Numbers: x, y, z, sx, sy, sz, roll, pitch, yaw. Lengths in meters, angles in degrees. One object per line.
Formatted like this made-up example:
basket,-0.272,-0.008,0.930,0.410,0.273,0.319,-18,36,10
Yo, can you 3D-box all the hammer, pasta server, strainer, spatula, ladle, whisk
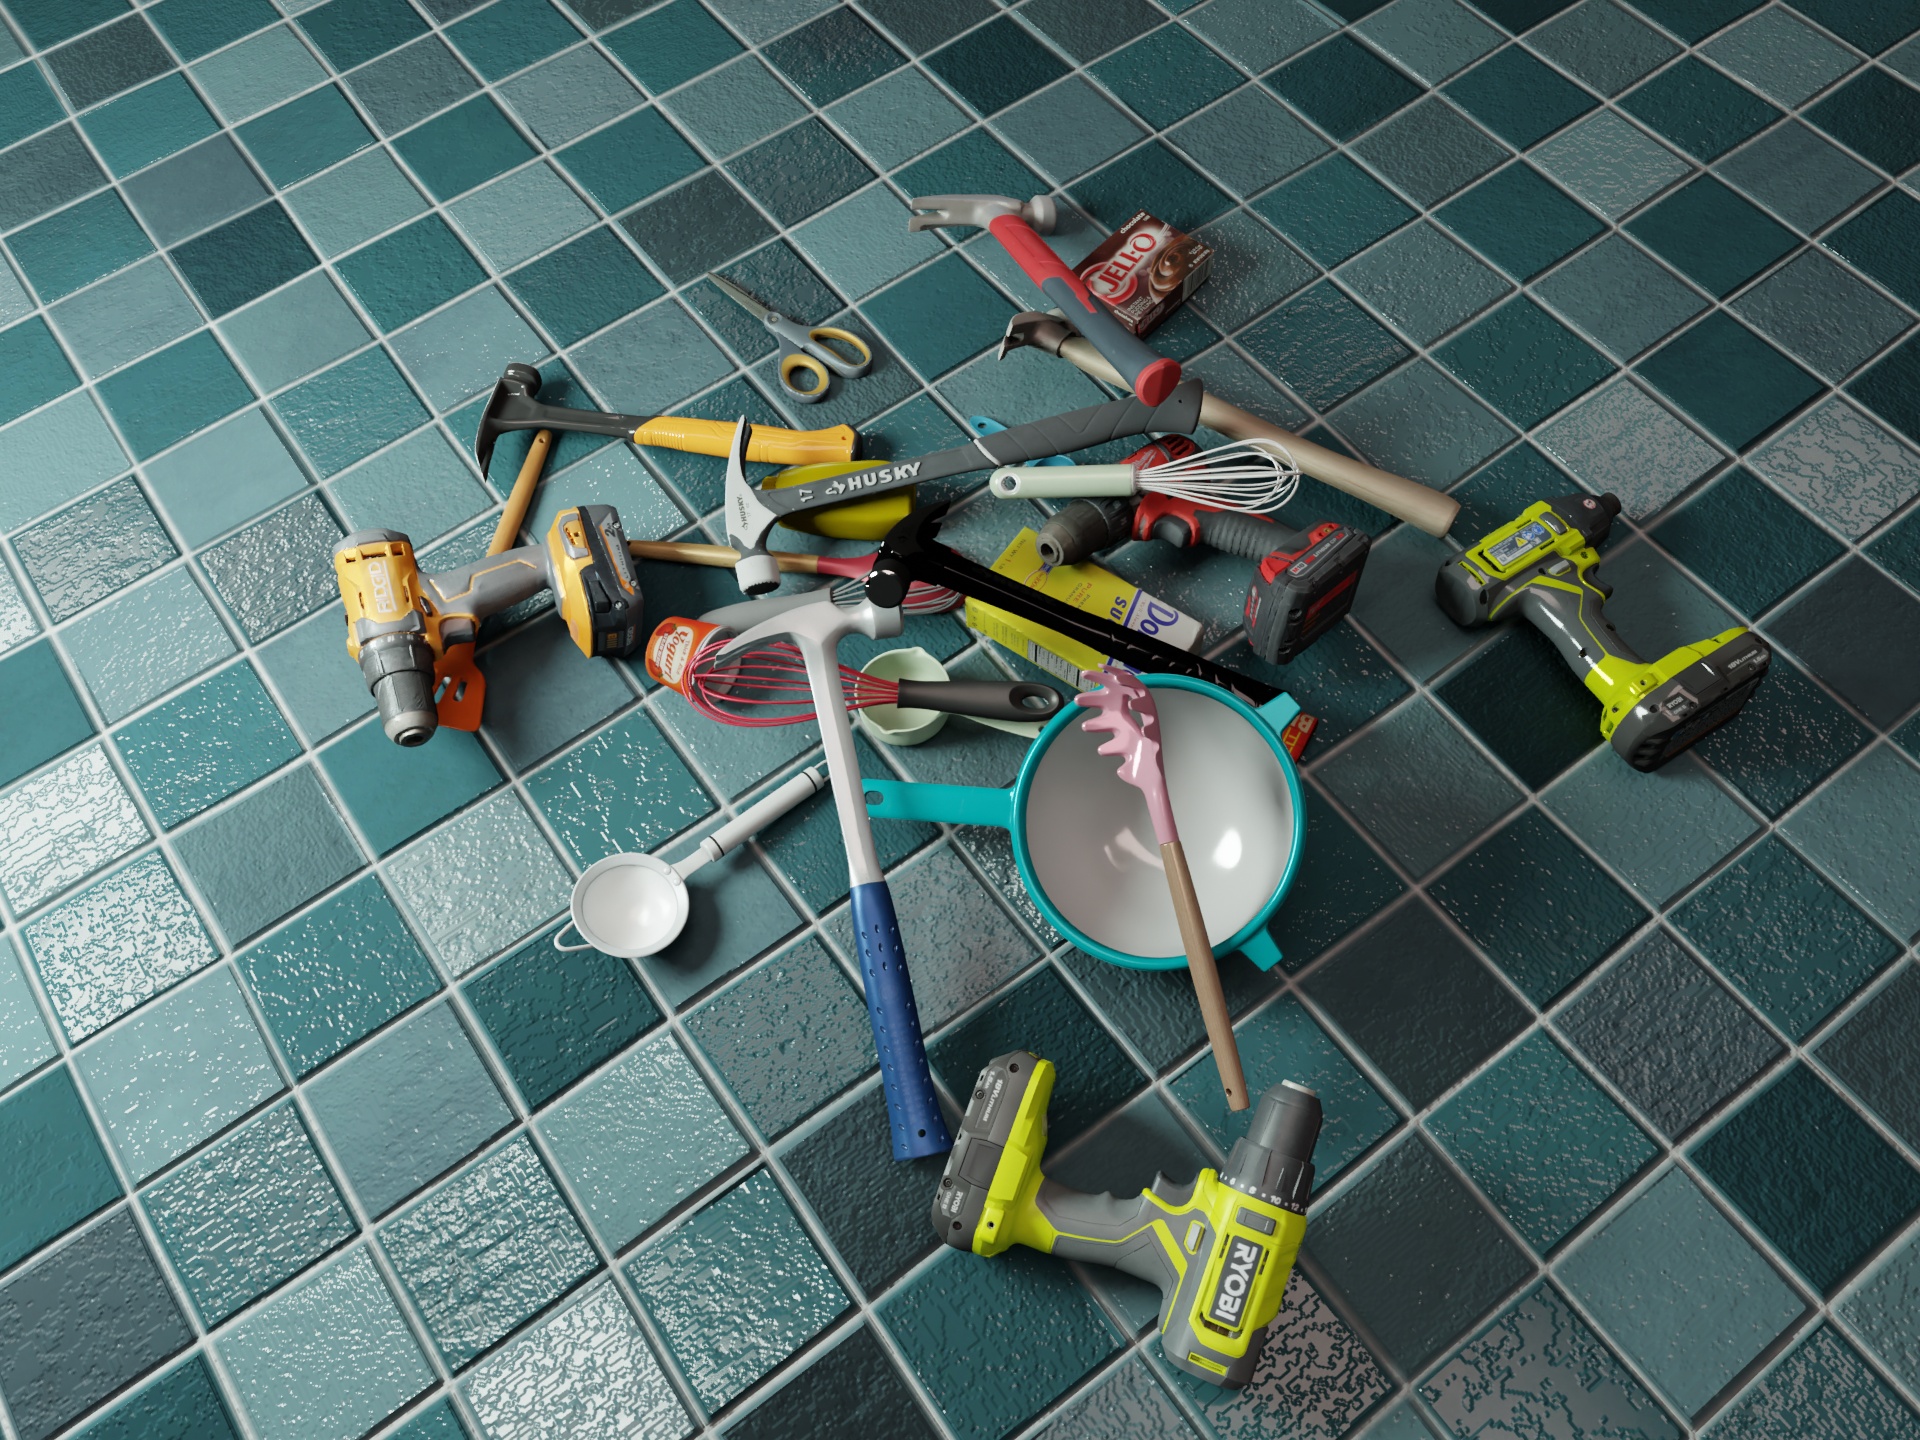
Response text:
hammer,-0.074,0.108,1.140,0.144,0.035,0.406,-10,76,-12
pasta server,0.145,0.112,1.092,0.040,0.060,0.316,-9,80,-31
strainer,0.089,0.072,1.184,0.340,0.095,0.211,3,84,19
spatula,-0.400,-0.127,1.351,0.081,0.041,0.323,16,60,-8
ladle,-0.145,-0.135,1.351,0.315,0.031,0.069,6,64,8
hammer,-0.255,-0.250,1.405,0.337,0.034,0.127,6,54,3
hammer,0.097,-0.073,1.218,0.334,0.035,0.146,23,33,-2
hammer,0.076,-0.372,1.374,0.143,0.038,0.387,-6,39,-19
whisk,-0.067,-0.023,1.224,0.296,0.073,0.073,4,61,-1
hammer,0.228,-0.254,1.358,0.411,0.038,0.146,28,27,13
strainer,-0.195,0.105,1.211,0.258,0.050,0.087,-35,71,-22
hammer,0.002,-0.220,1.315,0.409,0.036,0.149,-13,77,3
whisk,0.145,-0.190,1.255,0.246,0.059,0.058,0,101,11
whisk,-0.106,-0.098,1.302,0.239,0.055,0.055,-11,60,10

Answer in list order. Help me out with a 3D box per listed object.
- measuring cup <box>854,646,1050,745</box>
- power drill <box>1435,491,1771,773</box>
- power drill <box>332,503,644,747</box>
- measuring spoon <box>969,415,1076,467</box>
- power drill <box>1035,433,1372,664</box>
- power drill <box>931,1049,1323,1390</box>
measuring cup,-0.002,-0.004,1.263,0.167,0.038,0.083,15,63,9
power drill,0.514,-0.082,1.258,0.171,0.080,0.223,-30,60,-13
power drill,-0.372,-0.078,1.272,0.226,0.084,0.185,-11,64,-20
measuring spoon,0.053,-0.233,1.404,0.042,0.021,0.129,-39,57,-17
power drill,0.191,-0.138,1.279,0.227,0.080,0.188,35,51,27
power drill,0.114,0.301,1.041,0.228,0.080,0.190,19,81,13
